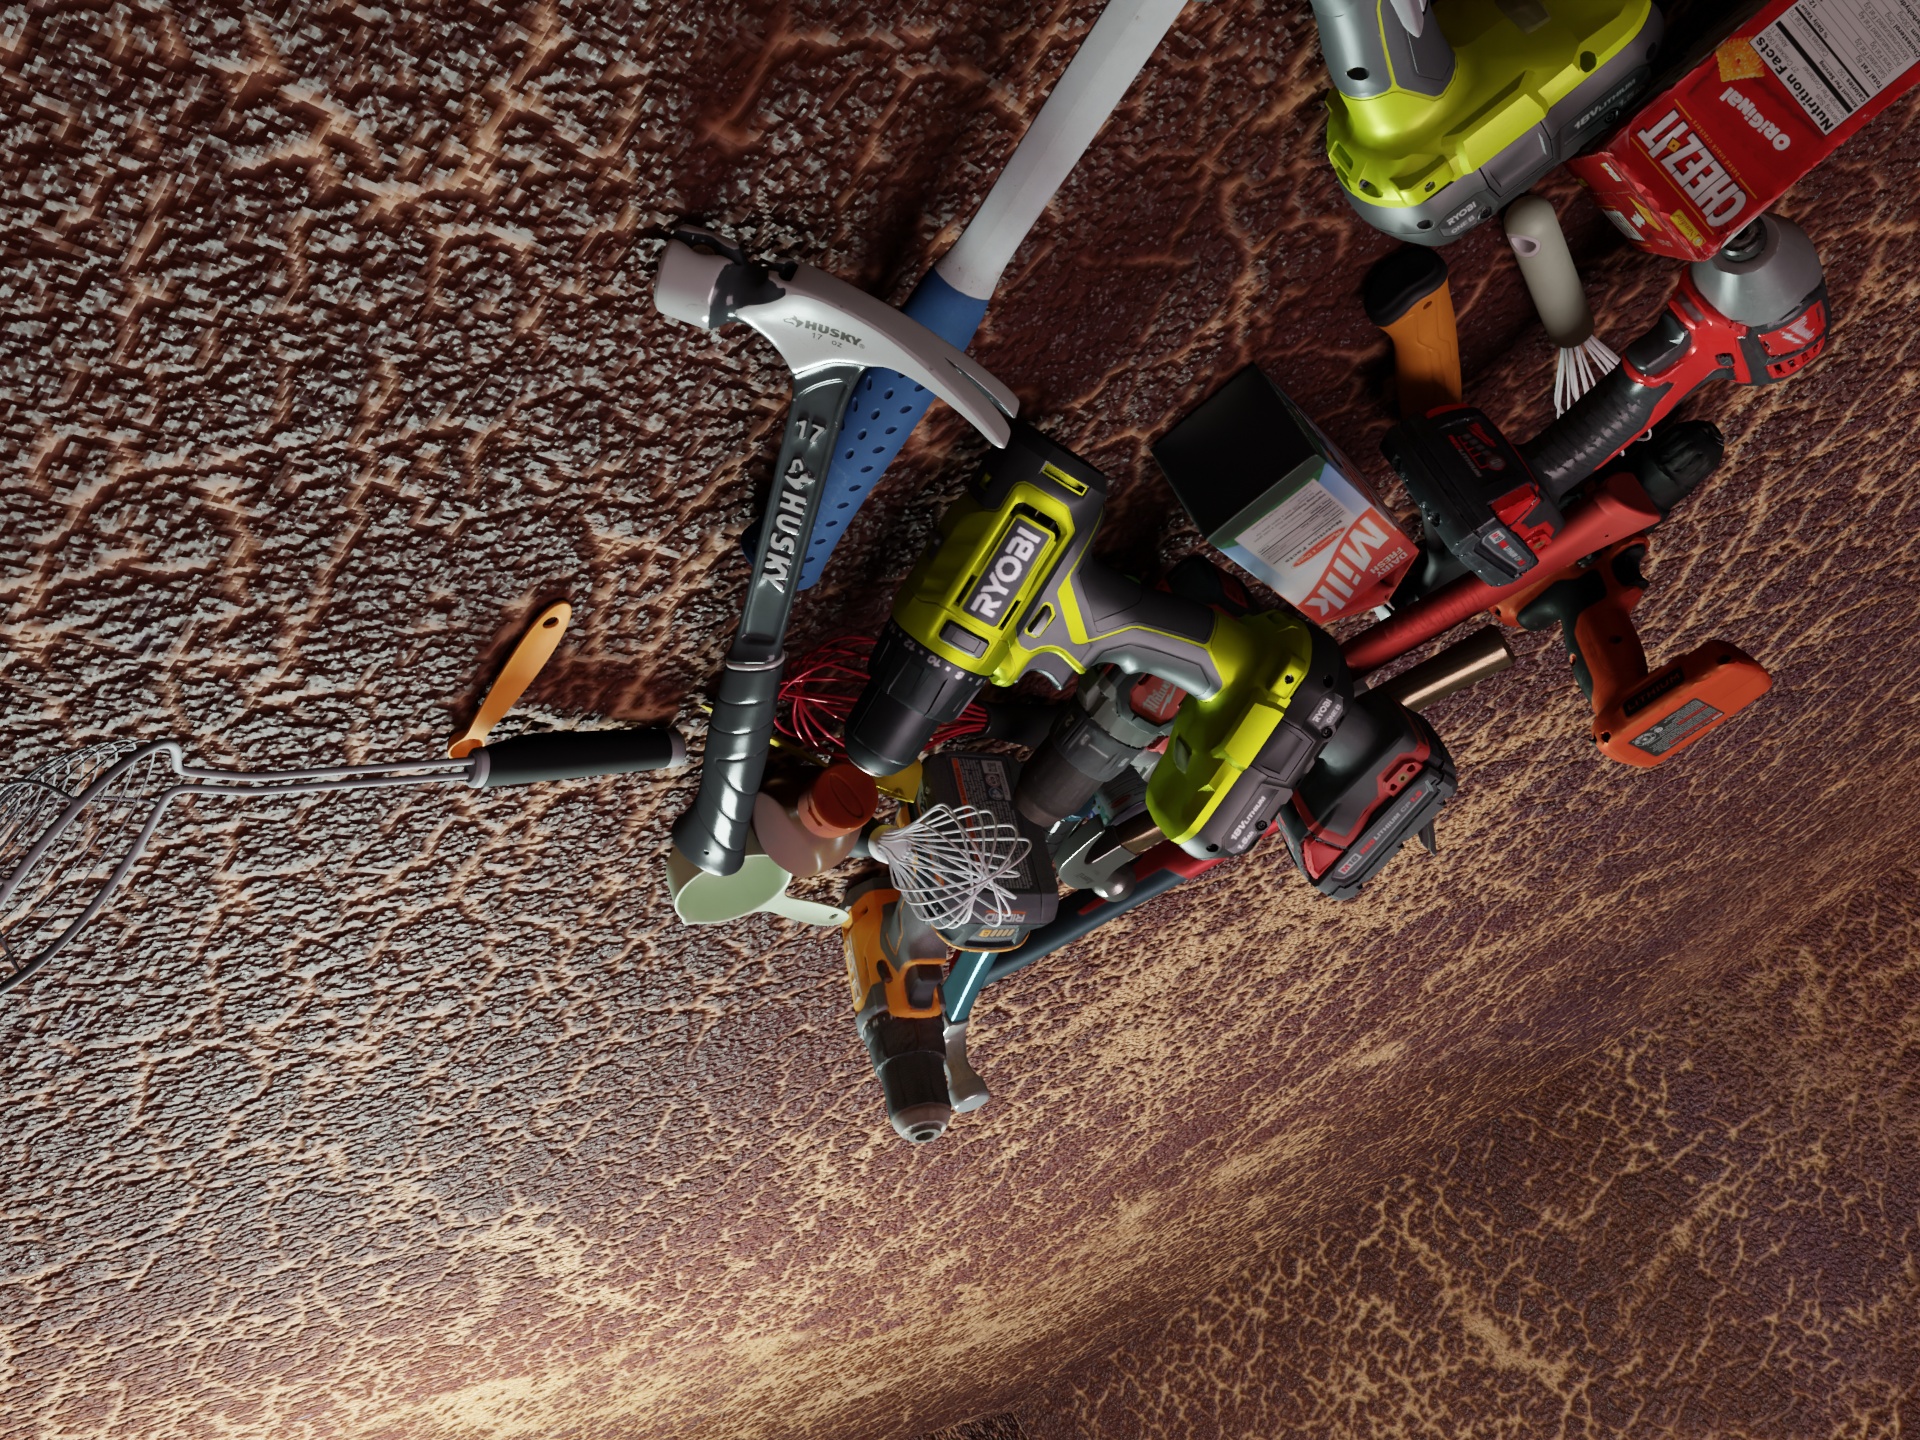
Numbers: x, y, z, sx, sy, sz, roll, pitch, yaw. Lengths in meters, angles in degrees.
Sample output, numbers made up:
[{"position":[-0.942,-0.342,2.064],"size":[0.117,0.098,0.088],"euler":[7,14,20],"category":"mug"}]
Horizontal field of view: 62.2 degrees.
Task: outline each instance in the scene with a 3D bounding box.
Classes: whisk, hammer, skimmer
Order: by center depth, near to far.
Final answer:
[{"position":[0.011,-0.178,0.628],"size":[0.144,0.035,0.405],"euler":[30,138,-11],"category":"hammer"},{"position":[-0.273,0.050,0.746],"size":[0.363,0.090,0.127],"euler":[-5,144,-44],"category":"skimmer"},{"position":[-0.090,-0.042,0.763],"size":[0.149,0.036,0.408],"euler":[19,140,-2],"category":"hammer"},{"position":[0.343,-0.215,0.886],"size":[0.246,0.058,0.059],"euler":[33,82,-52],"category":"whisk"},{"position":[-0.030,0.073,0.910],"size":[0.070,0.070,0.285],"euler":[-15,-174,-18],"category":"whisk"},{"position":[0.285,-0.161,0.929],"size":[0.127,0.034,0.336],"euler":[-29,149,7],"category":"hammer"},{"position":[-0.001,-0.003,0.944],"size":[0.073,0.073,0.295],"euler":[-43,152,27],"category":"whisk"},{"position":[0.278,-0.047,1.035],"size":[0.359,0.037,0.149],"euler":[-31,150,20],"category":"hammer"},{"position":[0.206,0.027,1.050],"size":[0.331,0.031,0.130],"euler":[-30,150,18],"category":"hammer"},{"position":[0.026,0.143,1.121],"size":[0.033,0.128,0.330],"euler":[-9,143,-28],"category":"hammer"},{"position":[0.159,0.121,1.187],"size":[0.386,0.143,0.038],"euler":[-32,146,19],"category":"hammer"}]

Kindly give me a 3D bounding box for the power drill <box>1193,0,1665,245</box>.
[{"position":[0.179,-0.297,0.602],"size":[0.171,0.080,0.223],"euler":[-36,145,19],"category":"power drill"}]

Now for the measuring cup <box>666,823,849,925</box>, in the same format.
[{"position":[-0.125,0.103,1.033],"size":[0.083,0.038,0.167],"euler":[-35,150,16],"category":"measuring cup"}]

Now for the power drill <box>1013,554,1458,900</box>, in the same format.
[{"position":[0.160,0.023,0.954],"size":[0.226,0.080,0.188],"euler":[29,114,-24],"category":"power drill"}]

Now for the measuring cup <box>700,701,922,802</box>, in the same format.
[{"position":[-0.084,0.009,0.923],"size":[0.156,0.062,0.029],"euler":[28,79,-39],"category":"measuring cup"}]

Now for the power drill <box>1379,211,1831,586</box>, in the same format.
[{"position":[0.339,-0.171,0.824],"size":[0.219,0.079,0.143],"euler":[-37,155,21],"category":"power drill"}]

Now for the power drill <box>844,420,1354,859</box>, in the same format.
[{"position":[0.068,-0.020,0.824],"size":[0.228,0.080,0.190],"euler":[27,104,-19],"category":"power drill"}]

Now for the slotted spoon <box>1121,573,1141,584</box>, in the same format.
[{"position":[0.149,-0.048,1.011],"size":[0.313,0.031,0.070],"euler":[11,134,-48],"category":"slotted spoon"}]

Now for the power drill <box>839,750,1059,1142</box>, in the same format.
[{"position":[-0.015,0.150,1.030],"size":[0.084,0.186,0.226],"euler":[4,142,-23],"category":"power drill"}]

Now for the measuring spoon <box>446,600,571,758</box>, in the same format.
[{"position":[-0.226,-0.021,0.794],"size":[0.021,0.011,0.117],"euler":[2,137,-50],"category":"measuring spoon"}]
